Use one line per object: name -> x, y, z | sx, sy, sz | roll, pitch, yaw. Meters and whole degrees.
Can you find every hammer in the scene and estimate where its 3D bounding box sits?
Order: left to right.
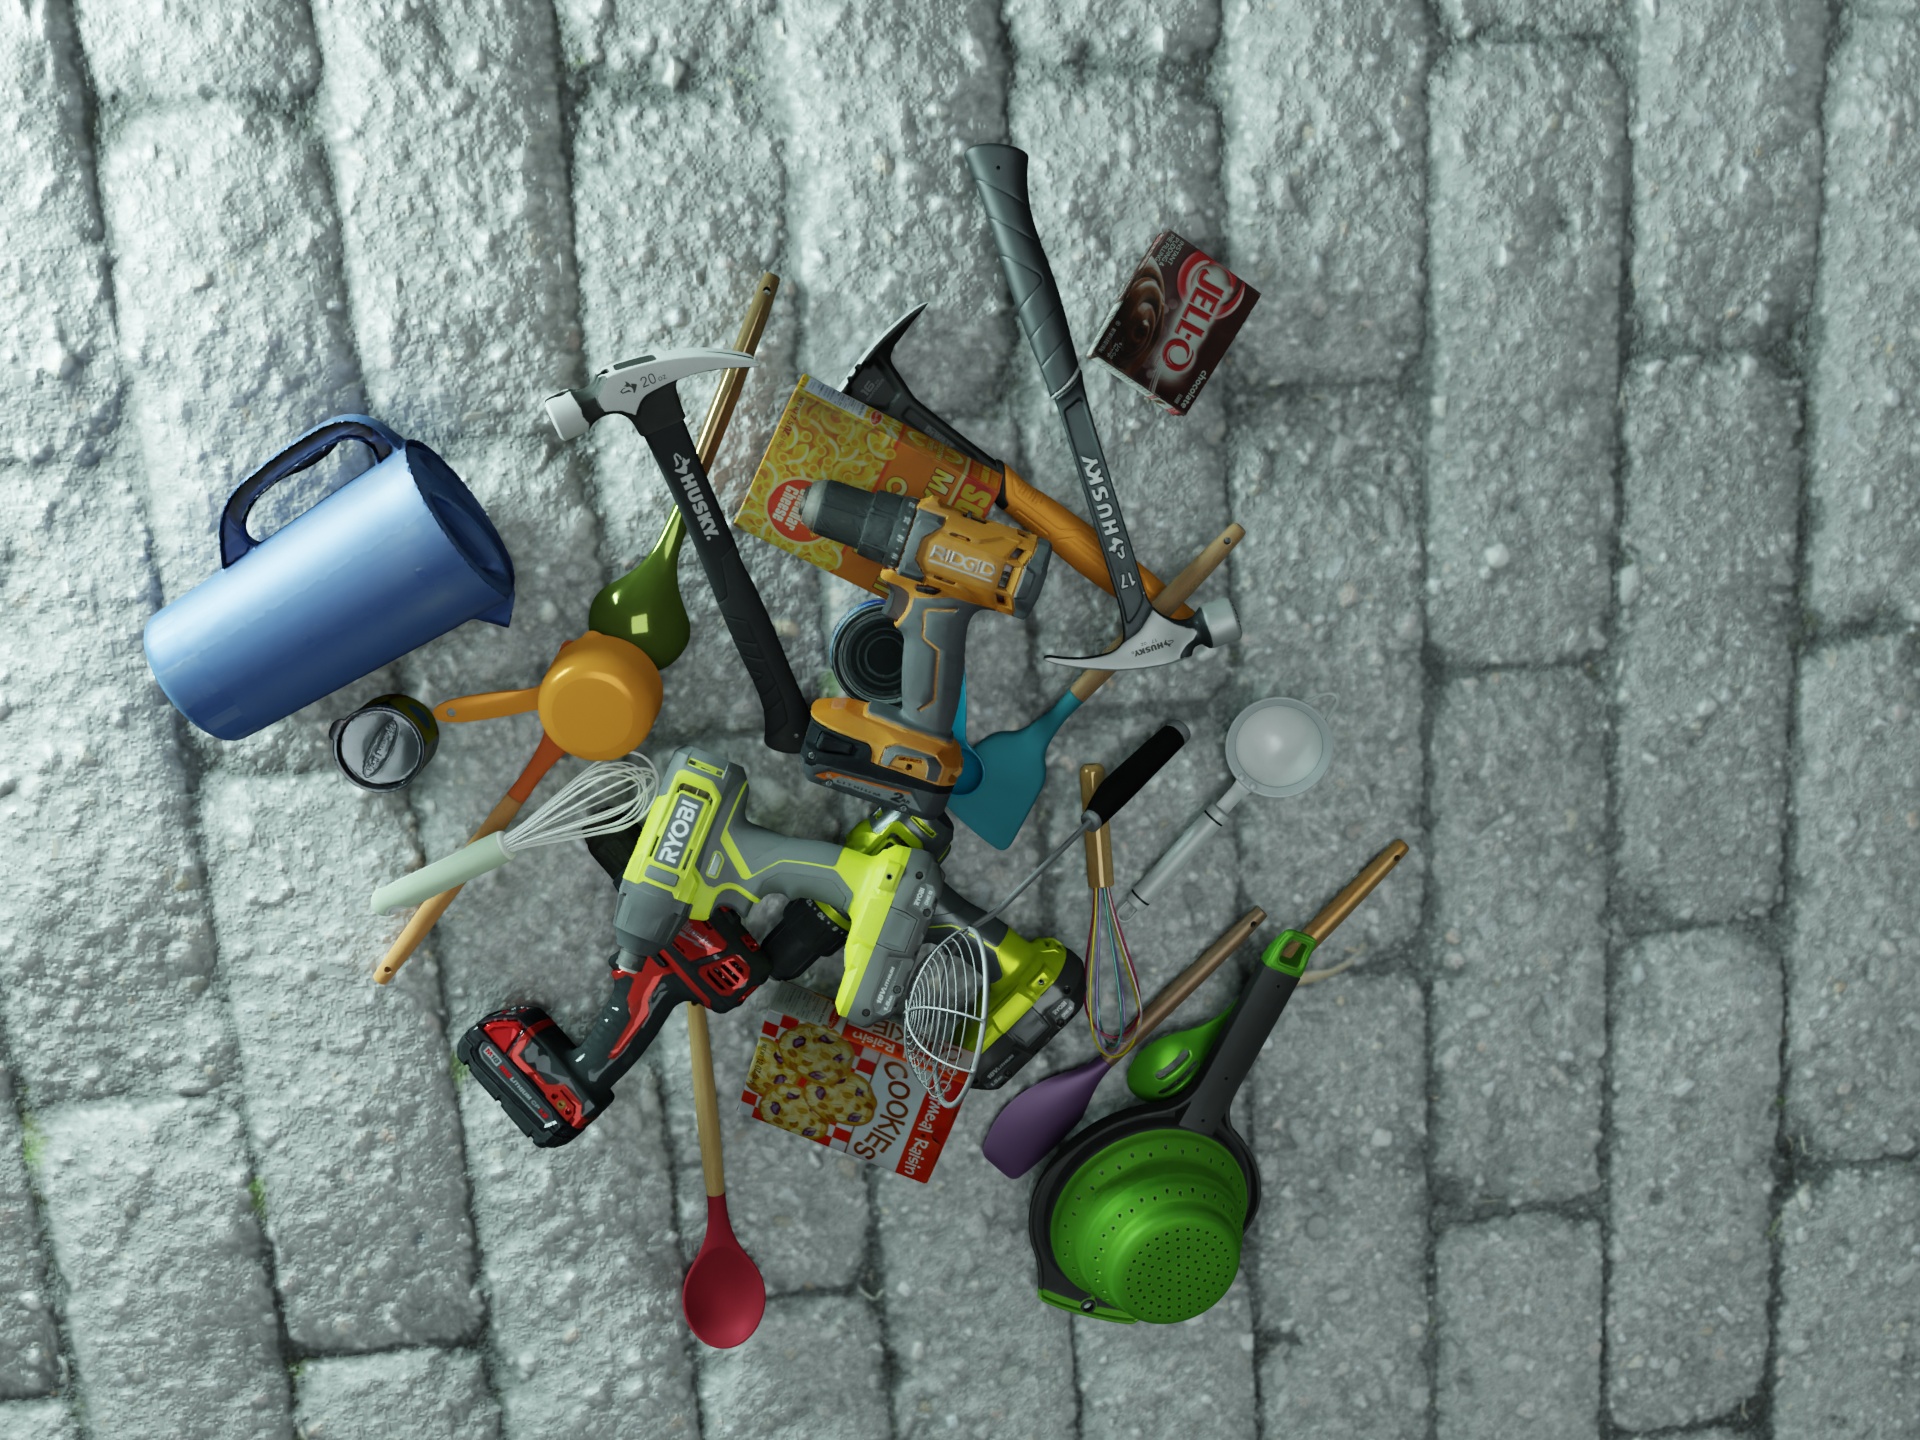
hammer -> -0.169, -0.115, 1.177 | 0.146, 0.035, 0.334 | -25, 120, -8
hammer -> 0.055, -0.176, 1.240 | 0.336, 0.034, 0.127 | 37, 96, -12
hammer -> 0.080, -0.231, 1.191 | 0.149, 0.036, 0.409 | -18, 95, 5

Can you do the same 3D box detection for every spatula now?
spatula -> -0.361, 0.081, 1.235 | 0.081, 0.041, 0.322 | 36, 96, -13
spatula -> 0.109, -0.034, 1.250 | 0.082, 0.044, 0.317 | 43, 107, 0
spatula -> 0.140, 0.268, 1.344 | 0.316, 0.018, 0.059 | -44, 105, 3

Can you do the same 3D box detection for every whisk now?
whisk -> -0.340, 0.091, 1.211 | 0.246, 0.057, 0.059 | -25, 73, 5
whisk -> 0.120, 0.156, 1.308 | 0.047, 0.051, 0.245 | -6, 95, -6

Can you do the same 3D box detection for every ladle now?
ladle -> -0.201, -0.187, 1.209 | 0.078, 0.062, 0.320 | 21, 91, -10
ladle -> -0.207, 0.368, 1.317 | 0.069, 0.031, 0.315 | -5, 100, -9

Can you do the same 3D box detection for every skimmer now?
skimmer -> 0.082, 0.136, 1.211 | 0.090, 0.127, 0.363 | 45, 62, 4

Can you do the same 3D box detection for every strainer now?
strainer -> 0.214, 0.070, 1.305 | 0.087, 0.050, 0.258 | 40, 100, -6

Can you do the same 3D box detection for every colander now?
colander -> 0.200, 0.358, 1.304 | 0.204, 0.095, 0.397 | 21, 104, -19

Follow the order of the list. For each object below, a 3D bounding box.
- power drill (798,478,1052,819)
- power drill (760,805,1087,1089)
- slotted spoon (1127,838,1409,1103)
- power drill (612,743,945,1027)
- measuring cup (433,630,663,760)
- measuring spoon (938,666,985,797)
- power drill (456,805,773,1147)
power drill -> -0.053, -0.059, 1.178 | 0.185, 0.084, 0.226 | 19, 107, -5
power drill -> -0.031, 0.188, 1.280 | 0.228, 0.080, 0.190 | 43, 98, -10
slotted spoon -> 0.264, 0.214, 1.345 | 0.314, 0.031, 0.070 | -45, 115, 1
power drill -> -0.138, 0.136, 1.184 | 0.223, 0.080, 0.171 | 21, 85, -1
measuring cup -> -0.309, -0.008, 1.174 | 0.173, 0.052, 0.095 | -8, 113, 0
measuring spoon -> -0.002, -0.004, 1.250 | 0.042, 0.021, 0.128 | -1, 99, 13
power drill -> -0.283, 0.198, 1.243 | 0.226, 0.080, 0.188 | -43, 86, 1
